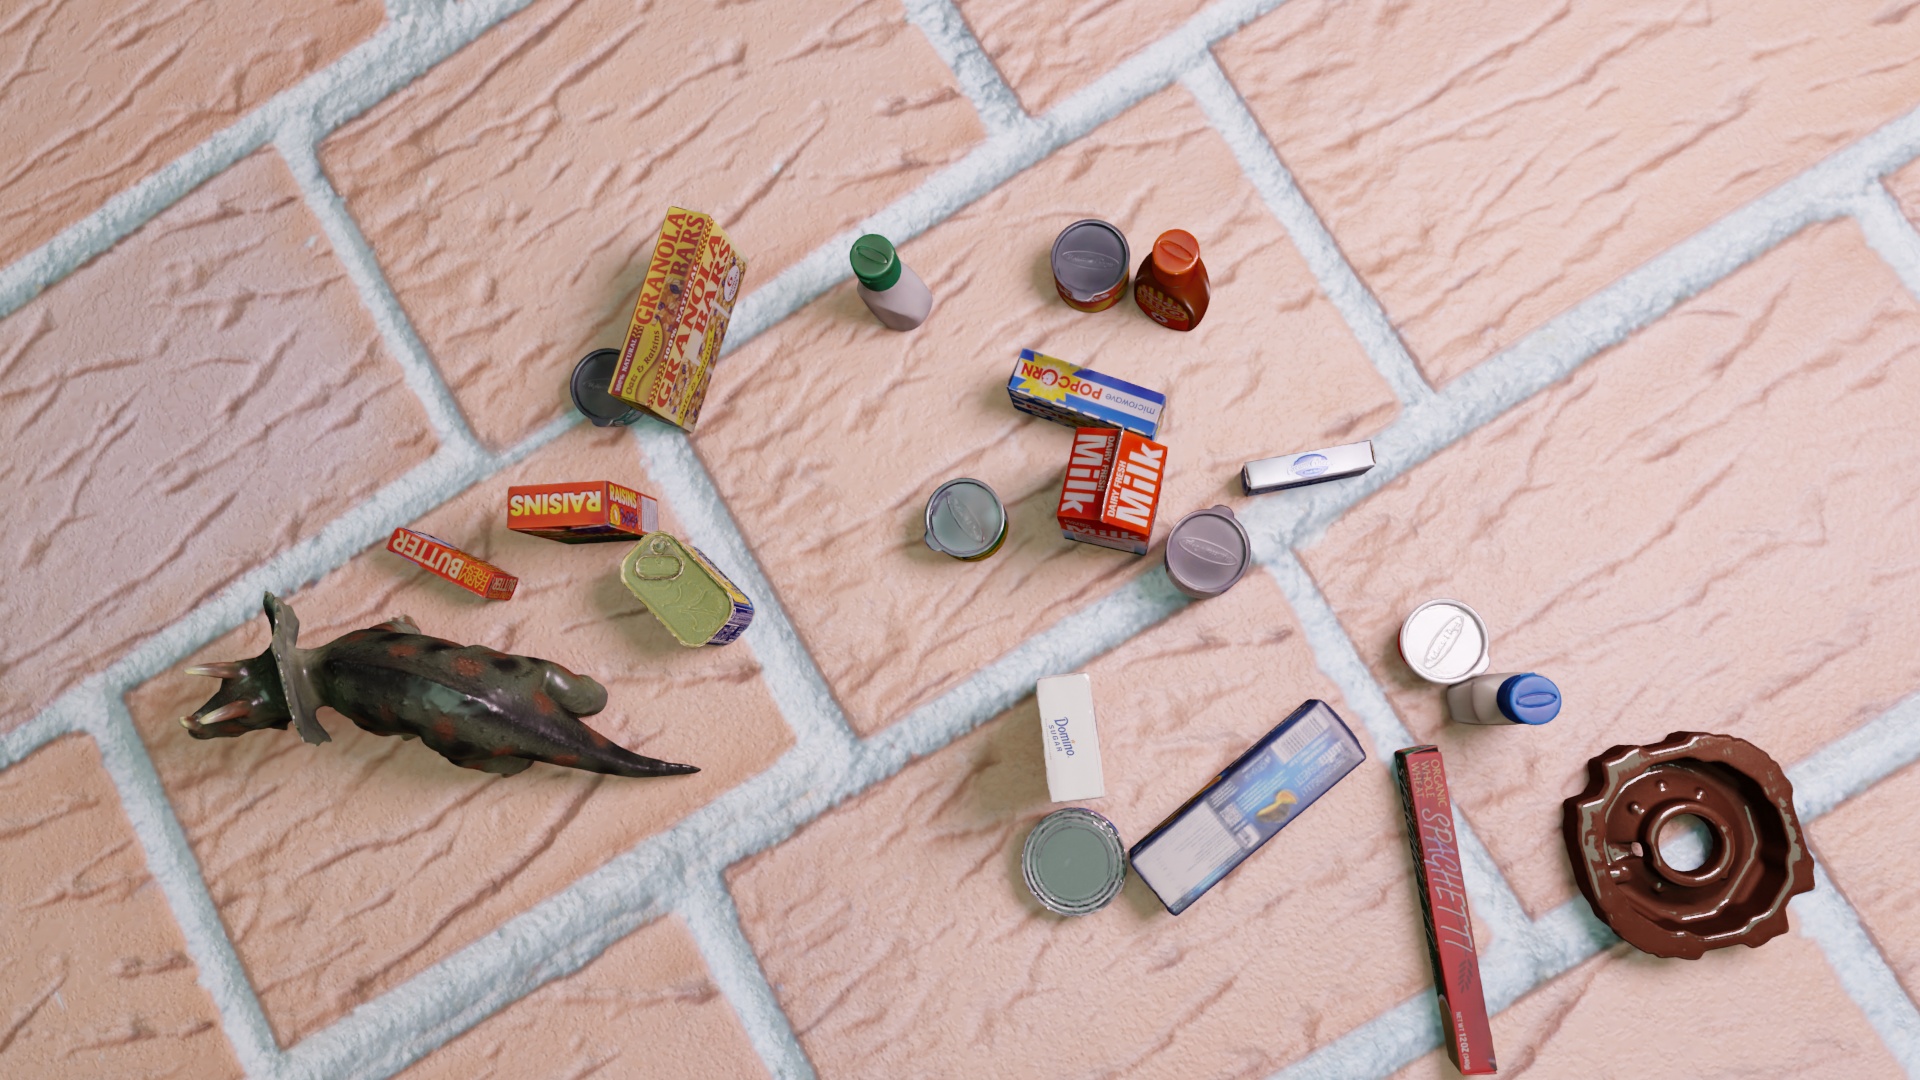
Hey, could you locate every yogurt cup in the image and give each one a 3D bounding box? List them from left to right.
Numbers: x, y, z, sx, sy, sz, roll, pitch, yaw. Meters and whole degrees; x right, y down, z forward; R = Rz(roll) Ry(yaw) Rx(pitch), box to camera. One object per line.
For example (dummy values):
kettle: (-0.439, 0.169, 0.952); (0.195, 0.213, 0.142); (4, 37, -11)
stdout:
yogurt cup: (0.384, 0.081, 1.116); (0.072, 0.054, 0.072); (-1, 83, 7)

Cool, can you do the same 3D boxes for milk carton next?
milk carton: (0.120, -0.038, 1.092); (0.073, 0.190, 0.072); (12, 86, 8)

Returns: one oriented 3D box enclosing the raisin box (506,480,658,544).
raisin box: (-0.317, -0.022, 1.175); (0.086, 0.123, 0.040); (-3, 84, 7)

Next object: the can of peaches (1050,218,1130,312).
can of peaches: (0.111, -0.230, 1.183); (0.071, 0.058, 0.071); (-1, 84, 7)

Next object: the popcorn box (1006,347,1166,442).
popcorn box: (0.106, -0.115, 1.156); (0.127, 0.085, 0.038); (20, 87, 9)

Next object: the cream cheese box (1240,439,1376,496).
cream cheese box: (0.285, -0.059, 1.144); (0.104, 0.053, 0.024); (-10, 83, 5)

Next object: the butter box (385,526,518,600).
butter box: (-0.445, 0.021, 1.220); (0.103, 0.053, 0.024); (25, 87, 9)

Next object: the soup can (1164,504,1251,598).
soup can: (0.201, 0.010, 1.131); (0.071, 0.083, 0.071); (-1, 84, 7)

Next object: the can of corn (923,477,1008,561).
can of corn: (0.004, -0.015, 1.169); (0.071, 0.058, 0.071); (-1, 84, 7)

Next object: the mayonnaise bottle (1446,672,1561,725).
mayonnaise bottle: (0.418, 0.121, 1.060); (0.065, 0.148, 0.041); (-9, 83, 6)

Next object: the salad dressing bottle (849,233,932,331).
salad dressing bottle: (-0.060, -0.214, 1.155); (0.064, 0.147, 0.044); (25, 87, 9)

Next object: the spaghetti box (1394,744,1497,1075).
spaghetti box: (0.381, 0.287, 1.094); (0.029, 0.050, 0.250); (-9, 82, 6)

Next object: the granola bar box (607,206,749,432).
granola bar box: (-0.238, -0.185, 1.185); (0.039, 0.124, 0.165); (16, 86, 8)

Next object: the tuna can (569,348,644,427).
tuna can: (-0.309, -0.133, 1.233); (0.071, 0.033, 0.071); (-1, 83, 7)

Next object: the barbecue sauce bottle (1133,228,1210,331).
barbecue sauce bottle: (0.173, -0.213, 1.127); (0.065, 0.148, 0.043); (31, 88, 9)
